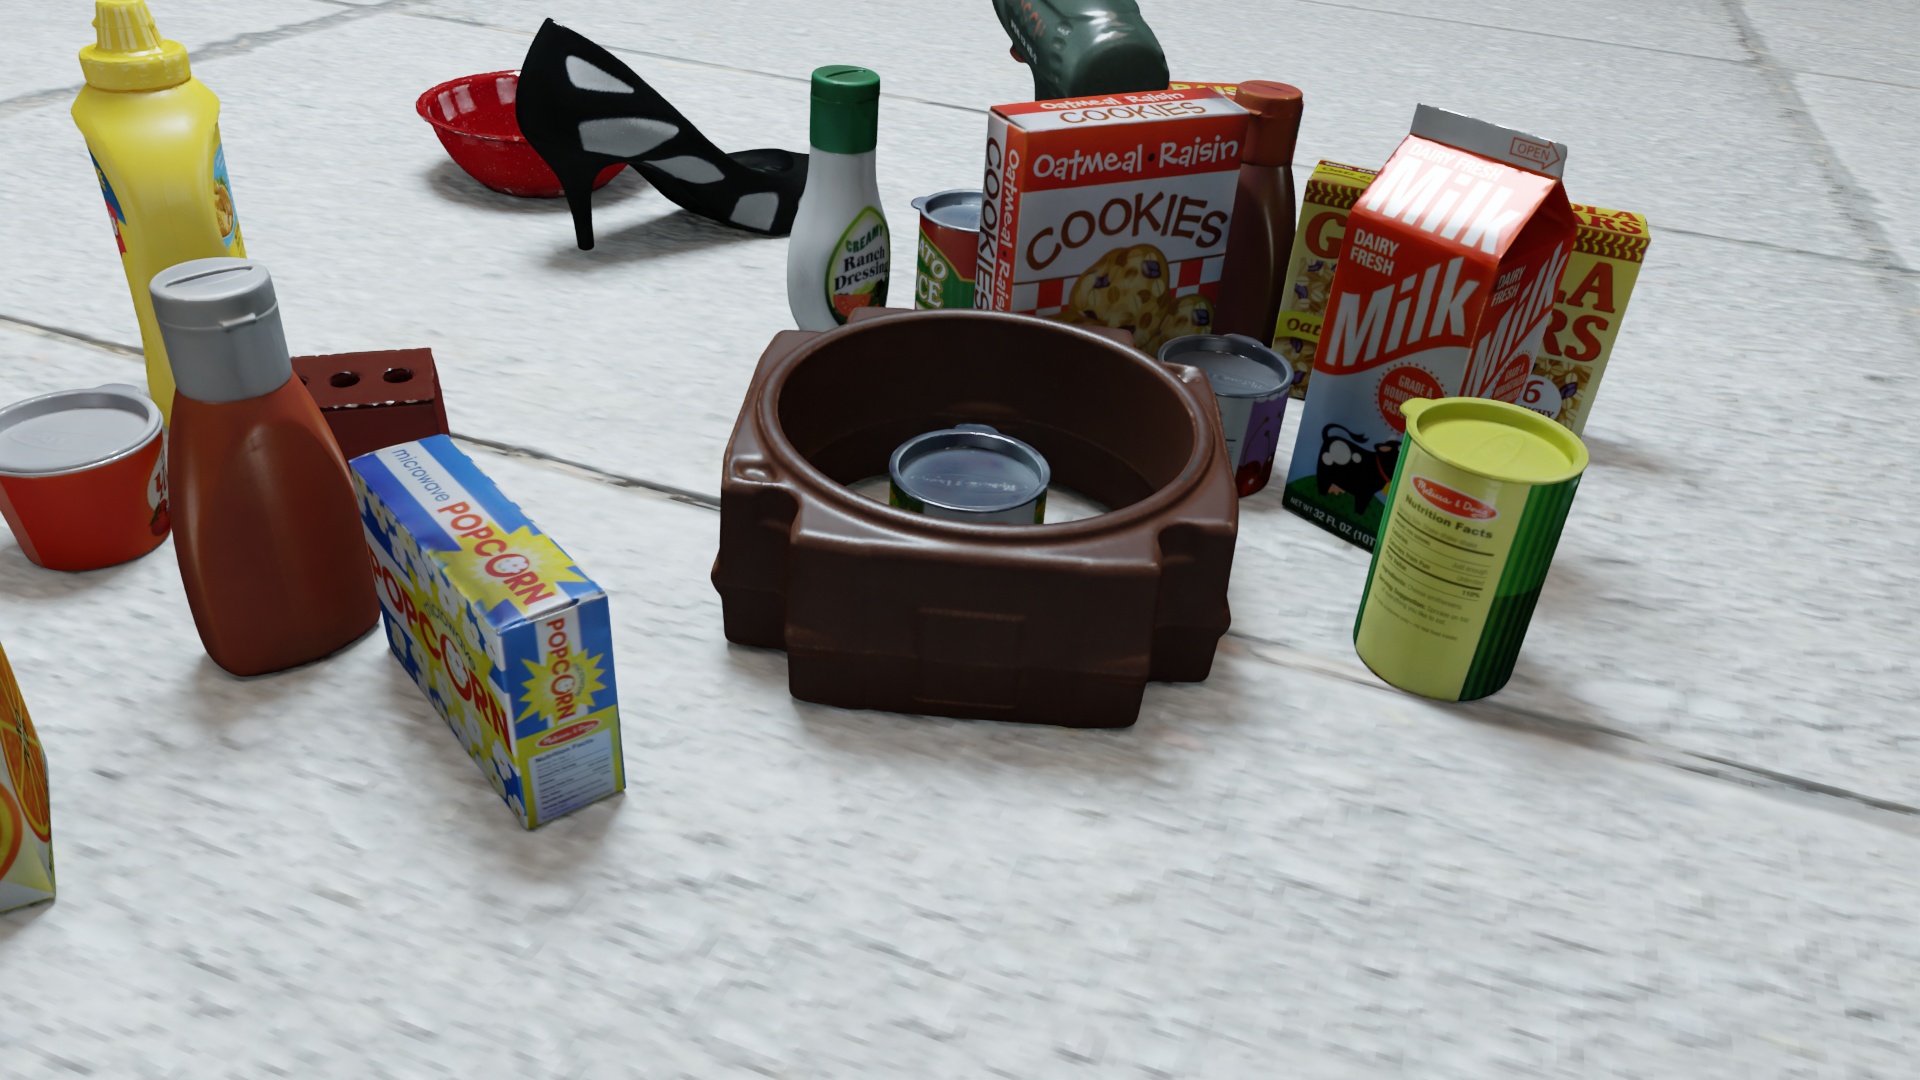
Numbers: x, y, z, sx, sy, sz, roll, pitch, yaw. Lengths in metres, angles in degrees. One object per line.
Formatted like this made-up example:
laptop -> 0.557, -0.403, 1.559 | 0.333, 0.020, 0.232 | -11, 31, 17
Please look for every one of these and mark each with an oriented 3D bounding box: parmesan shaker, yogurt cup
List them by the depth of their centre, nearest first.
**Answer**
parmesan shaker -> 0.197, 0.003, 0.551 | 0.071, 0.102, 0.072 | 3, 33, -2
yogurt cup -> -0.359, -0.024, 0.568 | 0.072, 0.053, 0.073 | 3, 33, -2

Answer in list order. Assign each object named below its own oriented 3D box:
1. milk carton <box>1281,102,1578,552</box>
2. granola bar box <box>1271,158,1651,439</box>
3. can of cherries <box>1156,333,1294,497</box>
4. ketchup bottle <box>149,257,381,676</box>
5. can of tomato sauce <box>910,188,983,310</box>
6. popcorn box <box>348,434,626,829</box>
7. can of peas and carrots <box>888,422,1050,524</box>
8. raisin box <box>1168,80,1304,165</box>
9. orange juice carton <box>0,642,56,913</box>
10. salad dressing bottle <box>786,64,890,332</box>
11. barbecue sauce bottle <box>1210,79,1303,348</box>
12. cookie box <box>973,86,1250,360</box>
milk carton -> 0.210, -0.092, 0.618 | 0.074, 0.189, 0.072 | -24, 43, -37
granola bar box -> 0.256, -0.123, 0.733 | 0.165, 0.123, 0.039 | 15, 34, 15
can of cherries -> 0.127, -0.062, 0.683 | 0.071, 0.058, 0.072 | 3, 33, -2
ketchup bottle -> -0.251, -0.025, 0.496 | 0.043, 0.148, 0.065 | 30, 41, 34
can of tomato sauce -> 0.006, -0.145, 0.773 | 0.071, 0.082, 0.071 | 3, 33, -2
popcorn box -> -0.166, 0.028, 0.484 | 0.038, 0.084, 0.127 | -22, 41, -35
can of peas and carrots -> 0.002, -0.007, 0.583 | 0.071, 0.058, 0.071 | 3, 33, -2
raisin box -> 0.160, -0.222, 0.874 | 0.086, 0.122, 0.040 | 2, 33, -5
orange juice carton -> -0.315, 0.020, 0.379 | 0.073, 0.191, 0.072 | -15, 37, -27
salad dressing bottle -> -0.065, -0.182, 0.762 | 0.044, 0.146, 0.064 | 28, 39, 32
barbecue sauce bottle -> 0.163, -0.183, 0.791 | 0.065, 0.147, 0.044 | 26, 39, 30
cookie box -> 0.068, -0.131, 0.681 | 0.123, 0.166, 0.040 | -13, 37, -25
